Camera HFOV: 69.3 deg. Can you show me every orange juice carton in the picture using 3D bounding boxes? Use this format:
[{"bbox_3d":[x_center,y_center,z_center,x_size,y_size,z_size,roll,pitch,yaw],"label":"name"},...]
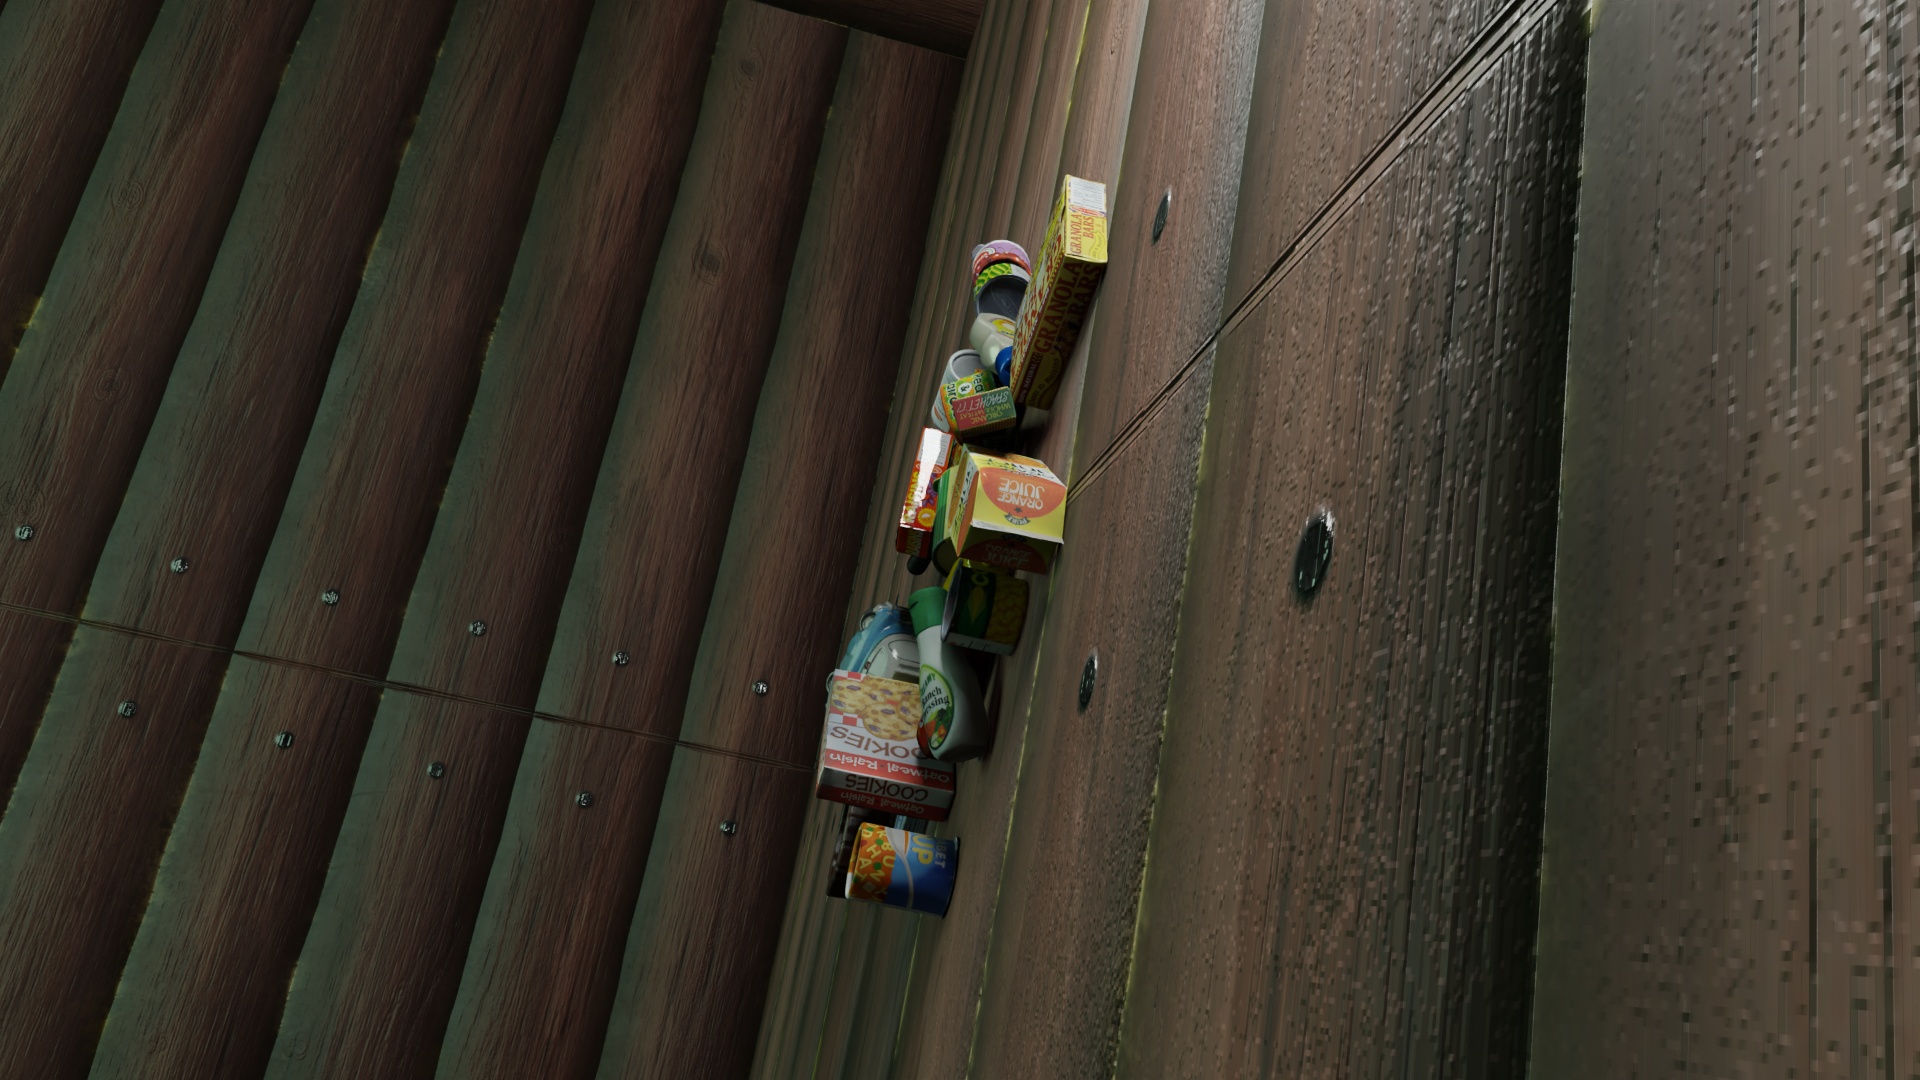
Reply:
[{"bbox_3d":[0.036,-0.024,1.115,0.193,0.072,0.073,-110,34,-77],"label":"orange juice carton"}]

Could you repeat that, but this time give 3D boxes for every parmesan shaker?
[{"bbox_3d":[0.005,-0.017,1.338,0.103,0.071,0.071,-85,11,-47],"label":"parmesan shaker"}]

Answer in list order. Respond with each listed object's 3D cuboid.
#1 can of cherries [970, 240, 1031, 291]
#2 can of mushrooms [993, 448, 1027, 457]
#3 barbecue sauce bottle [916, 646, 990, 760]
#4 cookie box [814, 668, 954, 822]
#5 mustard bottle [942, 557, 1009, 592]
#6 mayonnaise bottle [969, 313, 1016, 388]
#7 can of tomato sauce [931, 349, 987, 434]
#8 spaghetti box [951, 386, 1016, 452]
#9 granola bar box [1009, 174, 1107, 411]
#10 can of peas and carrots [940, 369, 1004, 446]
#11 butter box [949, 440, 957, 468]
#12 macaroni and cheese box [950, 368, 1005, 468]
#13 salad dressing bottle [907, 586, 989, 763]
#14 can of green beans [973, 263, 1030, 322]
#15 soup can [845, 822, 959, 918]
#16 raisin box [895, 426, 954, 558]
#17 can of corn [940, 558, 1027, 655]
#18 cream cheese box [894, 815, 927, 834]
[{"bbox_3d":[0.043,-0.291,1.528,0.059,0.071,0.071,-91,16,-61],"label":"can of cherries"},{"bbox_3d":[0.040,-0.050,1.280,0.071,0.033,0.071,-163,87,-83],"label":"can of mushrooms"},{"bbox_3d":[-0.001,0.124,1.245,0.065,0.044,0.147,-95,20,-59],"label":"barbecue sauce bottle"},{"bbox_3d":[-0.070,0.194,1.329,0.168,0.123,0.040,-92,16,-63],"label":"cookie box"},{"bbox_3d":[0.013,0.043,1.258,0.159,0.049,0.065,116,165,-58],"label":"mustard bottle"},{"bbox_3d":[0.047,-0.184,1.363,0.148,0.065,0.041,-106,38,-67],"label":"mayonnaise bottle"},{"bbox_3d":[0.009,-0.170,1.605,0.082,0.071,0.071,112,169,-47],"label":"can of tomato sauce"},{"bbox_3d":[0.024,-0.102,1.253,0.250,0.050,0.028,53,-156,-86],"label":"spaghetti box"},{"bbox_3d":[0.084,-0.215,1.213,0.125,0.039,0.164,-85,10,-45],"label":"granola bar box"},{"bbox_3d":[0.016,-0.135,1.396,0.071,0.058,0.071,-20,-88,-80],"label":"can of peas and carrots"},{"bbox_3d":[-0.017,-0.085,1.669,0.103,0.024,0.053,-47,9,48],"label":"butter box"},{"bbox_3d":[0.017,-0.096,1.505,0.124,0.040,0.166,-106,30,-77],"label":"macaroni and cheese box"},{"bbox_3d":[-0.013,0.112,1.176,0.064,0.044,0.148,-48,47,47],"label":"salad dressing bottle"},{"bbox_3d":[0.047,-0.252,1.450,0.058,0.071,0.071,-94,19,-67],"label":"can of green beans"},{"bbox_3d":[-0.050,0.278,1.185,0.071,0.084,0.071,-164,87,-83],"label":"soup can"},{"bbox_3d":[-0.040,-0.053,1.559,0.085,0.040,0.124,106,177,-68],"label":"raisin box"},{"bbox_3d":[0.020,0.056,1.147,0.071,0.058,0.071,-164,87,-83],"label":"can of corn"},{"bbox_3d":[-0.050,0.285,1.409,0.053,0.024,0.103,-99,23,-67],"label":"cream cheese box"}]
